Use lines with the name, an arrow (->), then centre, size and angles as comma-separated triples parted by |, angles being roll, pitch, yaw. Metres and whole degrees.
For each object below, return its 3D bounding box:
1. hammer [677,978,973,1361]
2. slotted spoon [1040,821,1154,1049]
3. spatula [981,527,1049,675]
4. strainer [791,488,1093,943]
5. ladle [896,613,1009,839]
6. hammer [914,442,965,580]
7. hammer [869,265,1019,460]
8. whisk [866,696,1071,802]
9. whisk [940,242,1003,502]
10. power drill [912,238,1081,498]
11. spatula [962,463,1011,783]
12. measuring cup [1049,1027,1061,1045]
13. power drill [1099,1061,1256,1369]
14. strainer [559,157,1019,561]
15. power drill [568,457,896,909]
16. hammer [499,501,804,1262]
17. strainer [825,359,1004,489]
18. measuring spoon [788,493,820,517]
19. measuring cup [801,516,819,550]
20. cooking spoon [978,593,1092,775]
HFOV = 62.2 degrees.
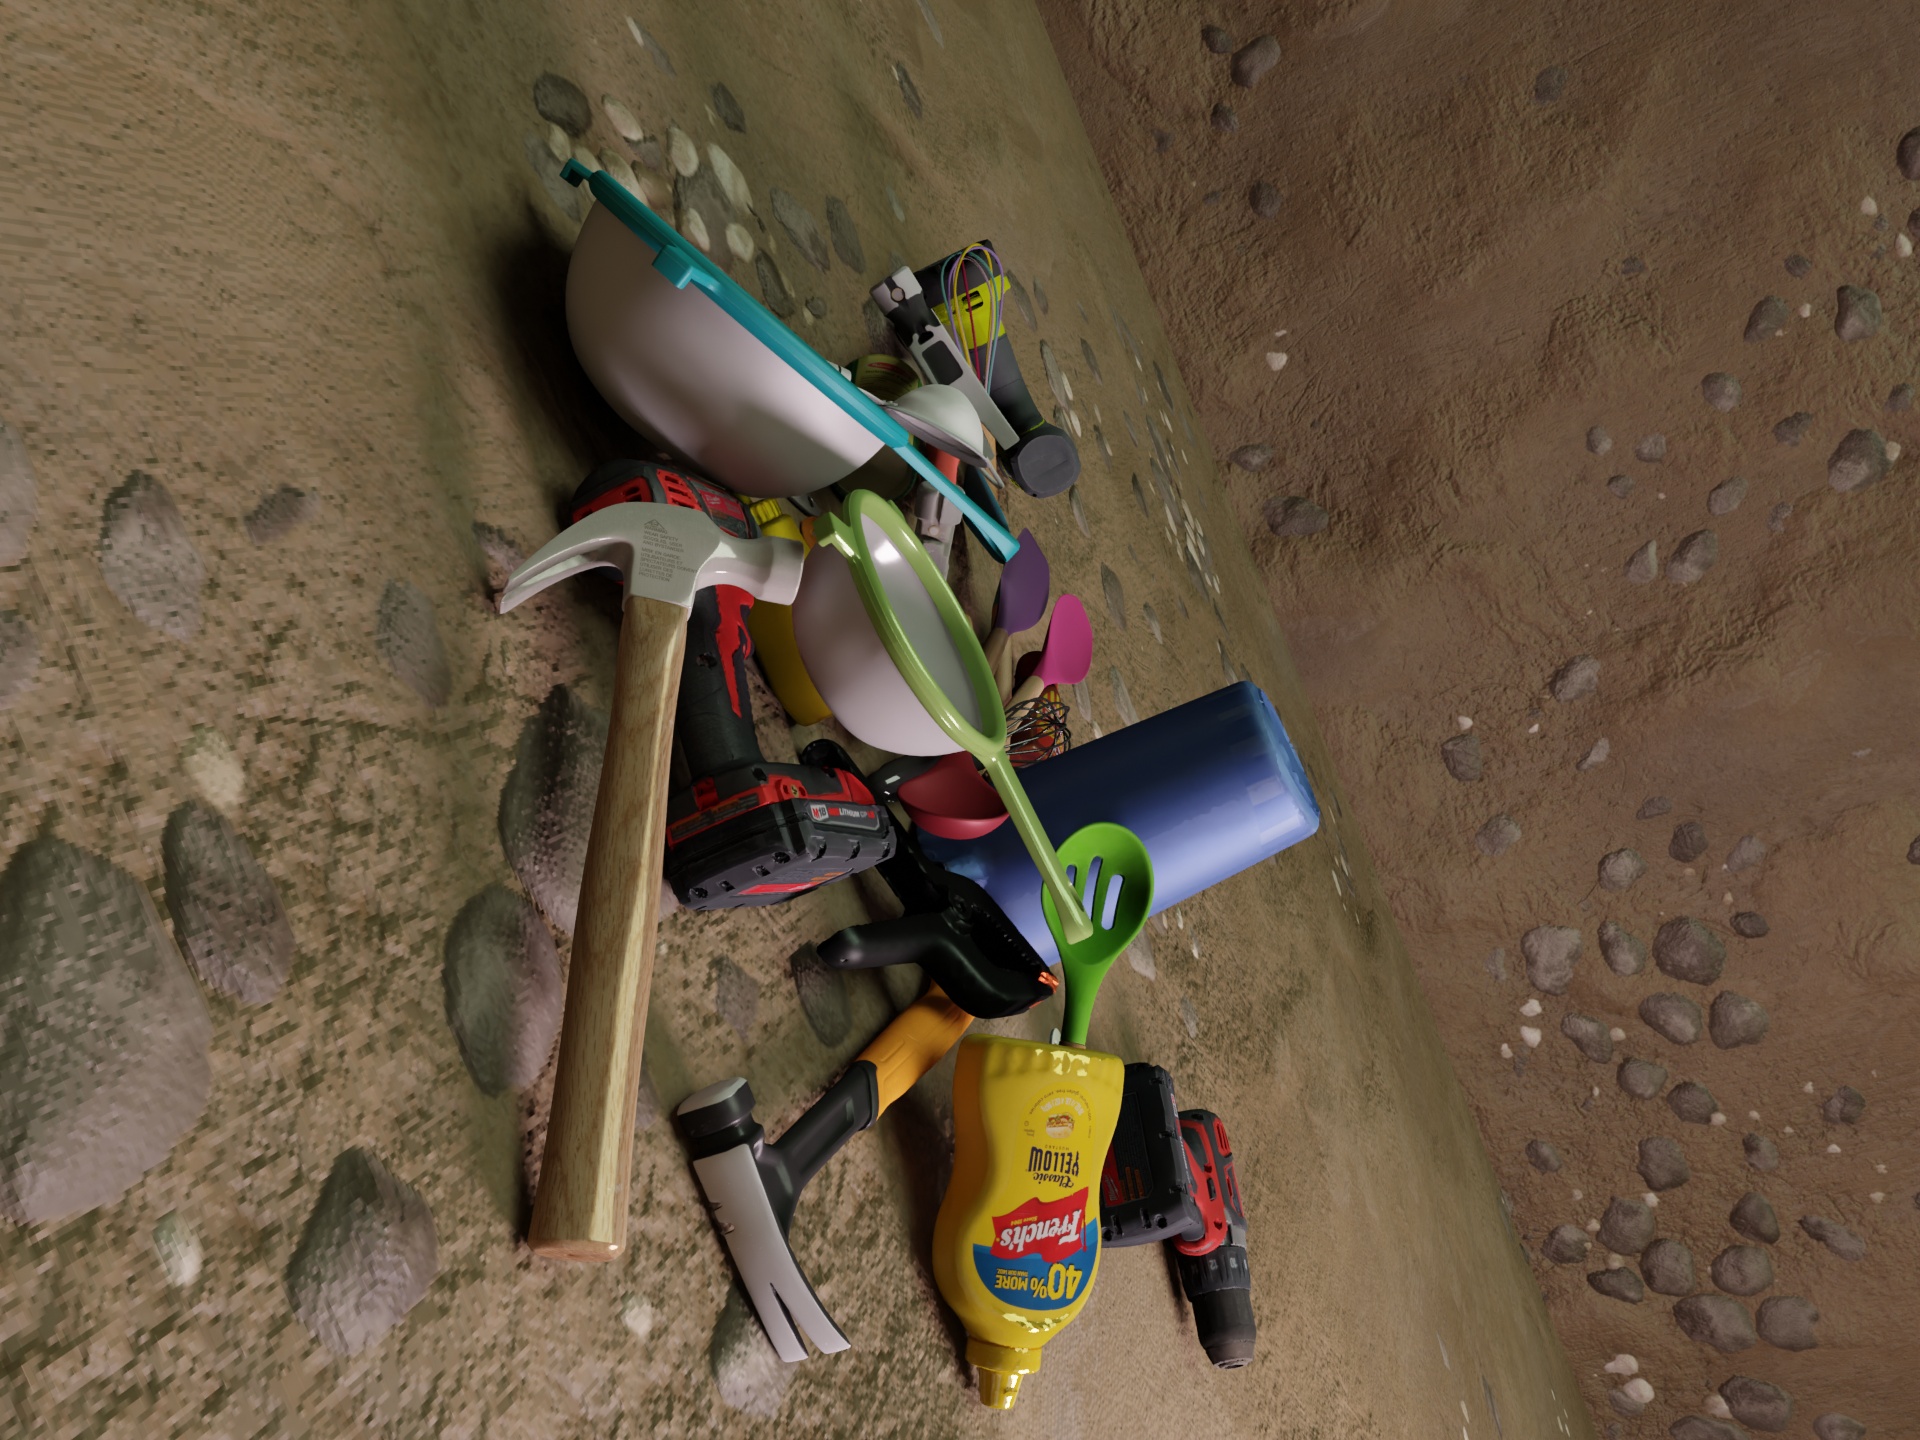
hammer -> -0.041, 0.197, 0.841 | 0.127, 0.034, 0.337 | 68, 19, -2
slotted spoon -> 0.058, 0.213, 0.927 | 0.031, 0.070, 0.314 | 142, -39, -72
spatula -> 0.024, -0.048, 1.199 | 0.059, 0.018, 0.316 | 58, 33, -24
strainer -> -0.017, 0.009, 0.813 | 0.256, 0.069, 0.151 | 63, 13, -5
ladle -> -0.002, -0.003, 1.047 | 0.316, 0.069, 0.031 | -87, -173, -63
hammer -> -0.019, -0.153, 1.200 | 0.359, 0.036, 0.149 | -86, -173, -65
hammer -> -0.022, -0.286, 1.243 | 0.146, 0.035, 0.335 | 55, 6, -16
whisk -> 0.009, 0.023, 1.082 | 0.239, 0.055, 0.055 | -16, 85, -55
whisk -> 0.013, -0.285, 1.356 | 0.047, 0.051, 0.244 | -77, 166, -54
power drill -> 0.033, -0.319, 1.470 | 0.191, 0.080, 0.228 | -112, 176, -74
spatula -> 0.021, -0.068, 1.269 | 0.082, 0.044, 0.318 | 100, -7, -58
measuring cup -> 0.043, 0.254, 1.004 | 0.083, 0.038, 0.168 | 61, 19, -22
power drill -> 0.155, 0.356, 1.143 | 0.226, 0.080, 0.188 | 47, 29, -53
strainer -> -0.096, -0.157, 0.887 | 0.340, 0.095, 0.211 | 37, 8, -41
power drill -> -0.115, -0.020, 0.810 | 0.143, 0.078, 0.220 | 12, 56, -68
hammer -> -0.141, 0.050, 0.659 | 0.130, 0.031, 0.332 | 11, 60, -17
strainer -> -0.071, -0.218, 1.028 | 0.258, 0.050, 0.087 | 19, 4, -28
measuring spoon -> -0.119, -0.168, 1.028 | 0.124, 0.018, 0.034 | 43, 32, -53
measuring cup -> -0.058, -0.062, 1.022 | 0.174, 0.095, 0.052 | 56, -10, 34
cooking spoon -> 0.049, -0.017, 1.226 | 0.068, 0.017, 0.319 | 67, 30, -19
